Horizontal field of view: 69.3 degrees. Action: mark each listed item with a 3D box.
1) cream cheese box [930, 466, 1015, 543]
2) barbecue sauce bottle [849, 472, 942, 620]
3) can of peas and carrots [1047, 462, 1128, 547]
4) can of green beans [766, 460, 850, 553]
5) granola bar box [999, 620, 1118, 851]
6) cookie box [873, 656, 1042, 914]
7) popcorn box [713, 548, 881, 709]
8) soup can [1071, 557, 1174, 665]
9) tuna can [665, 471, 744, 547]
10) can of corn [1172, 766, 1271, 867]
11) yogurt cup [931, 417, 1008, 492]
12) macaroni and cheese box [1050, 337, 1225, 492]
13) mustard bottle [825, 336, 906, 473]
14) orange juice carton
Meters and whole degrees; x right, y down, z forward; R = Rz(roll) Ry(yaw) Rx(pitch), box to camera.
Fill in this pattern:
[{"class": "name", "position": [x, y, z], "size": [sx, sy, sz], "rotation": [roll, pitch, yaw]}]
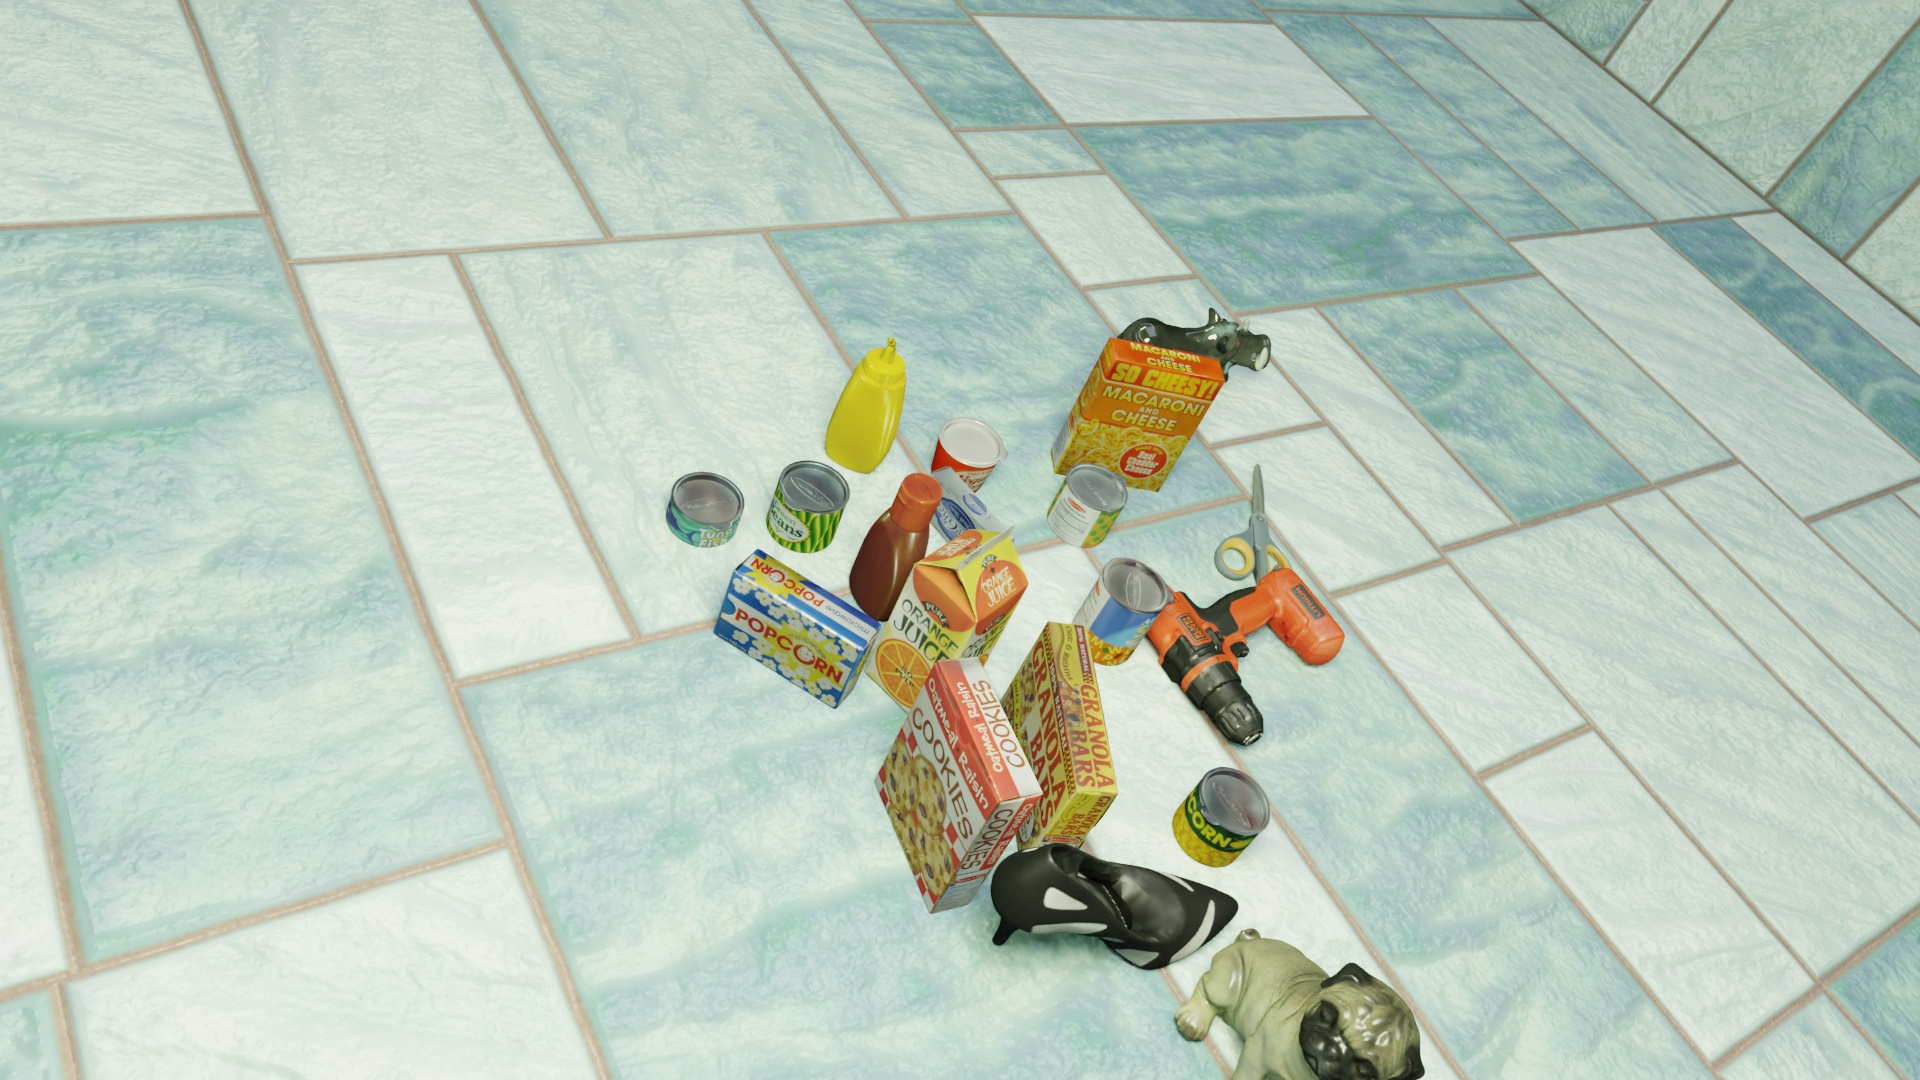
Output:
[{"class": "cream cheese box", "position": [0.005, -0.017, 1.334], "size": [0.024, 0.053, 0.104], "rotation": [-23, 61, -38]}, {"class": "barbecue sauce bottle", "position": [-0.055, 0.003, 1.219], "size": [0.044, 0.147, 0.065], "rotation": [-12, 55, -33]}, {"class": "can of peas and carrots", "position": [0.129, -0.036, 1.406], "size": [0.071, 0.058, 0.071], "rotation": [13, 45, -13]}, {"class": "can of green beans", "position": [-0.141, -0.030, 1.277], "size": [0.071, 0.057, 0.071], "rotation": [13, 45, -13]}, {"class": "granola bar box", "position": [0.078, 0.169, 1.140], "size": [0.039, 0.123, 0.166], "rotation": [9, 46, -17]}, {"class": "cookie box", "position": [-0.007, 0.186, 1.053], "size": [0.040, 0.166, 0.123], "rotation": [-6, 52, -29]}, {"class": "popcorn box", "position": [-0.137, 0.074, 1.160], "size": [0.127, 0.084, 0.038], "rotation": [31, 44, 6]}, {"class": "soup can", "position": [0.150, 0.068, 1.298], "size": [0.071, 0.083, 0.072], "rotation": [13, 45, -13]}, {"class": "tuna can", "position": [-0.229, -0.026, 1.251], "size": [0.071, 0.032, 0.071], "rotation": [13, 45, -13]}, {"class": "can of corn", "position": [0.220, 0.238, 1.187], "size": [0.071, 0.058, 0.071], "rotation": [13, 45, -13]}, {"class": "yogurt cup", "position": [0.004, -0.082, 1.396], "size": [0.072, 0.053, 0.073], "rotation": [13, 45, -13]}, {"class": "macaroni and cheese box", "position": [0.180, -0.128, 1.439], "size": [0.124, 0.165, 0.040], "rotation": [9, 46, -17]}, {"class": "mustard bottle", "position": [-0.083, -0.135, 1.330], "size": [0.065, 0.159, 0.049], "rotation": [25, 43, -1]}, {"class": "orange juice carton", "position": [-0.007, 0.062, 1.153], "size": [0.073, 0.191, 0.072], "rotation": [42, 46, 17]}]
